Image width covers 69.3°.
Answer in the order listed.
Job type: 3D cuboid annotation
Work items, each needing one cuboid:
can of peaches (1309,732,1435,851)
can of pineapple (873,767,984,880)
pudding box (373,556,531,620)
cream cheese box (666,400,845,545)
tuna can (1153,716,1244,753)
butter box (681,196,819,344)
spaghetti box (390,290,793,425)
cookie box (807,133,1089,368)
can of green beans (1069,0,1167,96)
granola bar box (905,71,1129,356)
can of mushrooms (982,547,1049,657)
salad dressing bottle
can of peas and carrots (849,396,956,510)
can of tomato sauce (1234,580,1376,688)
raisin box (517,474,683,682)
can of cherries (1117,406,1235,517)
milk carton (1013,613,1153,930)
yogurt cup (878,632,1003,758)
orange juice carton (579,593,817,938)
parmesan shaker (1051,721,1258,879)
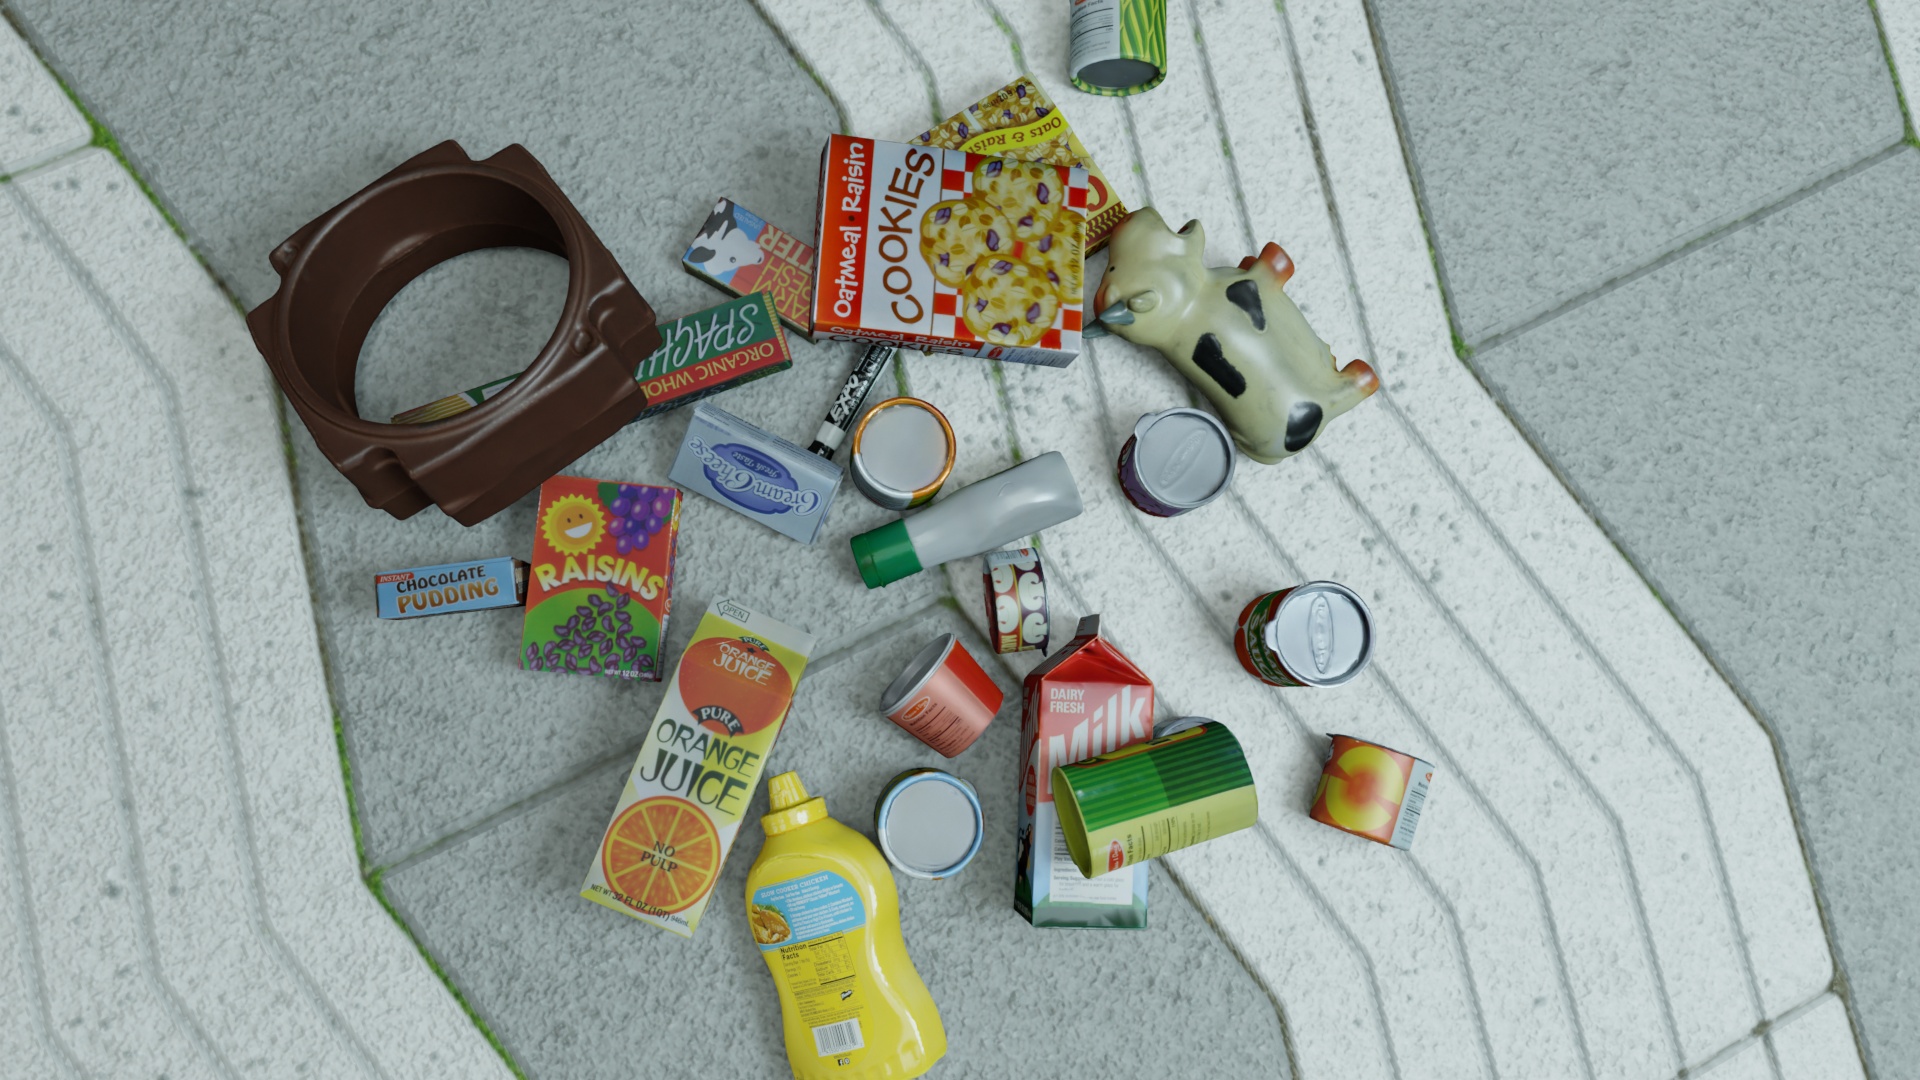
[{"bbox_3d":[0.263,0.162,0.898,0.071,0.071,0.058,19,82,-4],"label":"can of peaches"},{"bbox_3d":[-0.019,0.175,0.868,0.071,0.058,0.071,1,83,-6],"label":"can of pineapple"},{"bbox_3d":[-0.312,0.030,0.858,0.084,0.049,0.030,-7,86,-7],"label":"pudding box"},{"bbox_3d":[-0.130,-0.043,0.887,0.104,0.024,0.053,26,118,-3],"label":"cream cheese box"},{"bbox_3d":[0.149,0.150,0.902,0.071,0.033,0.071,1,83,-6],"label":"tuna can"},{"bbox_3d":[-0.125,-0.177,0.917,0.103,0.024,0.053,29,82,-2],"label":"butter box"},{"bbox_3d":[-0.230,-0.094,0.880,0.250,0.028,0.050,-19,87,-2],"label":"spaghetti box"},{"bbox_3d":[-0.007,-0.180,0.871,0.168,0.040,0.123,5,80,-10],"label":"cookie box"},{"bbox_3d":[0.107,-0.341,0.941,0.071,0.071,0.058,1,84,-6],"label":"can of green beans"},{"bbox_3d":[0.013,-0.217,0.922,0.166,0.039,0.124,-34,88,-14],"label":"granola bar box"},{"bbox_3d":[0.035,0.041,0.886,0.033,0.071,0.071,-7,84,-6],"label":"can of mushrooms"},{"bbox_3d":[0.003,-0.011,0.894,0.148,0.064,0.044,-21,75,-1],"label":"salad dressing bottle"},{"bbox_3d":[-0.036,-0.057,0.894,0.071,0.058,0.071,1,84,-6],"label":"can of peas and carrots"},{"bbox_3d":[0.218,0.063,0.895,0.071,0.083,0.071,1,83,-6],"label":"can of tomato sauce"},{"bbox_3d":[-0.225,0.024,0.874,0.086,0.040,0.123,6,84,-5],"label":"raisin box"},{"bbox_3d":[0.139,-0.052,0.913,0.071,0.058,0.071,1,84,-5],"label":"can of cherries"},{"bbox_3d":[0.078,0.142,0.876,0.073,0.072,0.190,3,84,-7],"label":"milk carton"},{"bbox_3d":[-0.010,0.100,0.876,0.054,0.072,0.072,43,81,-8],"label":"yogurt cup"},{"bbox_3d":[-0.156,0.134,0.850,0.072,0.073,0.193,22,81,-3],"label":"orange juice carton"},{"bbox_3d":[0.112,0.151,0.811,0.103,0.071,0.071,-15,85,-10],"label":"parmesan shaker"}]
